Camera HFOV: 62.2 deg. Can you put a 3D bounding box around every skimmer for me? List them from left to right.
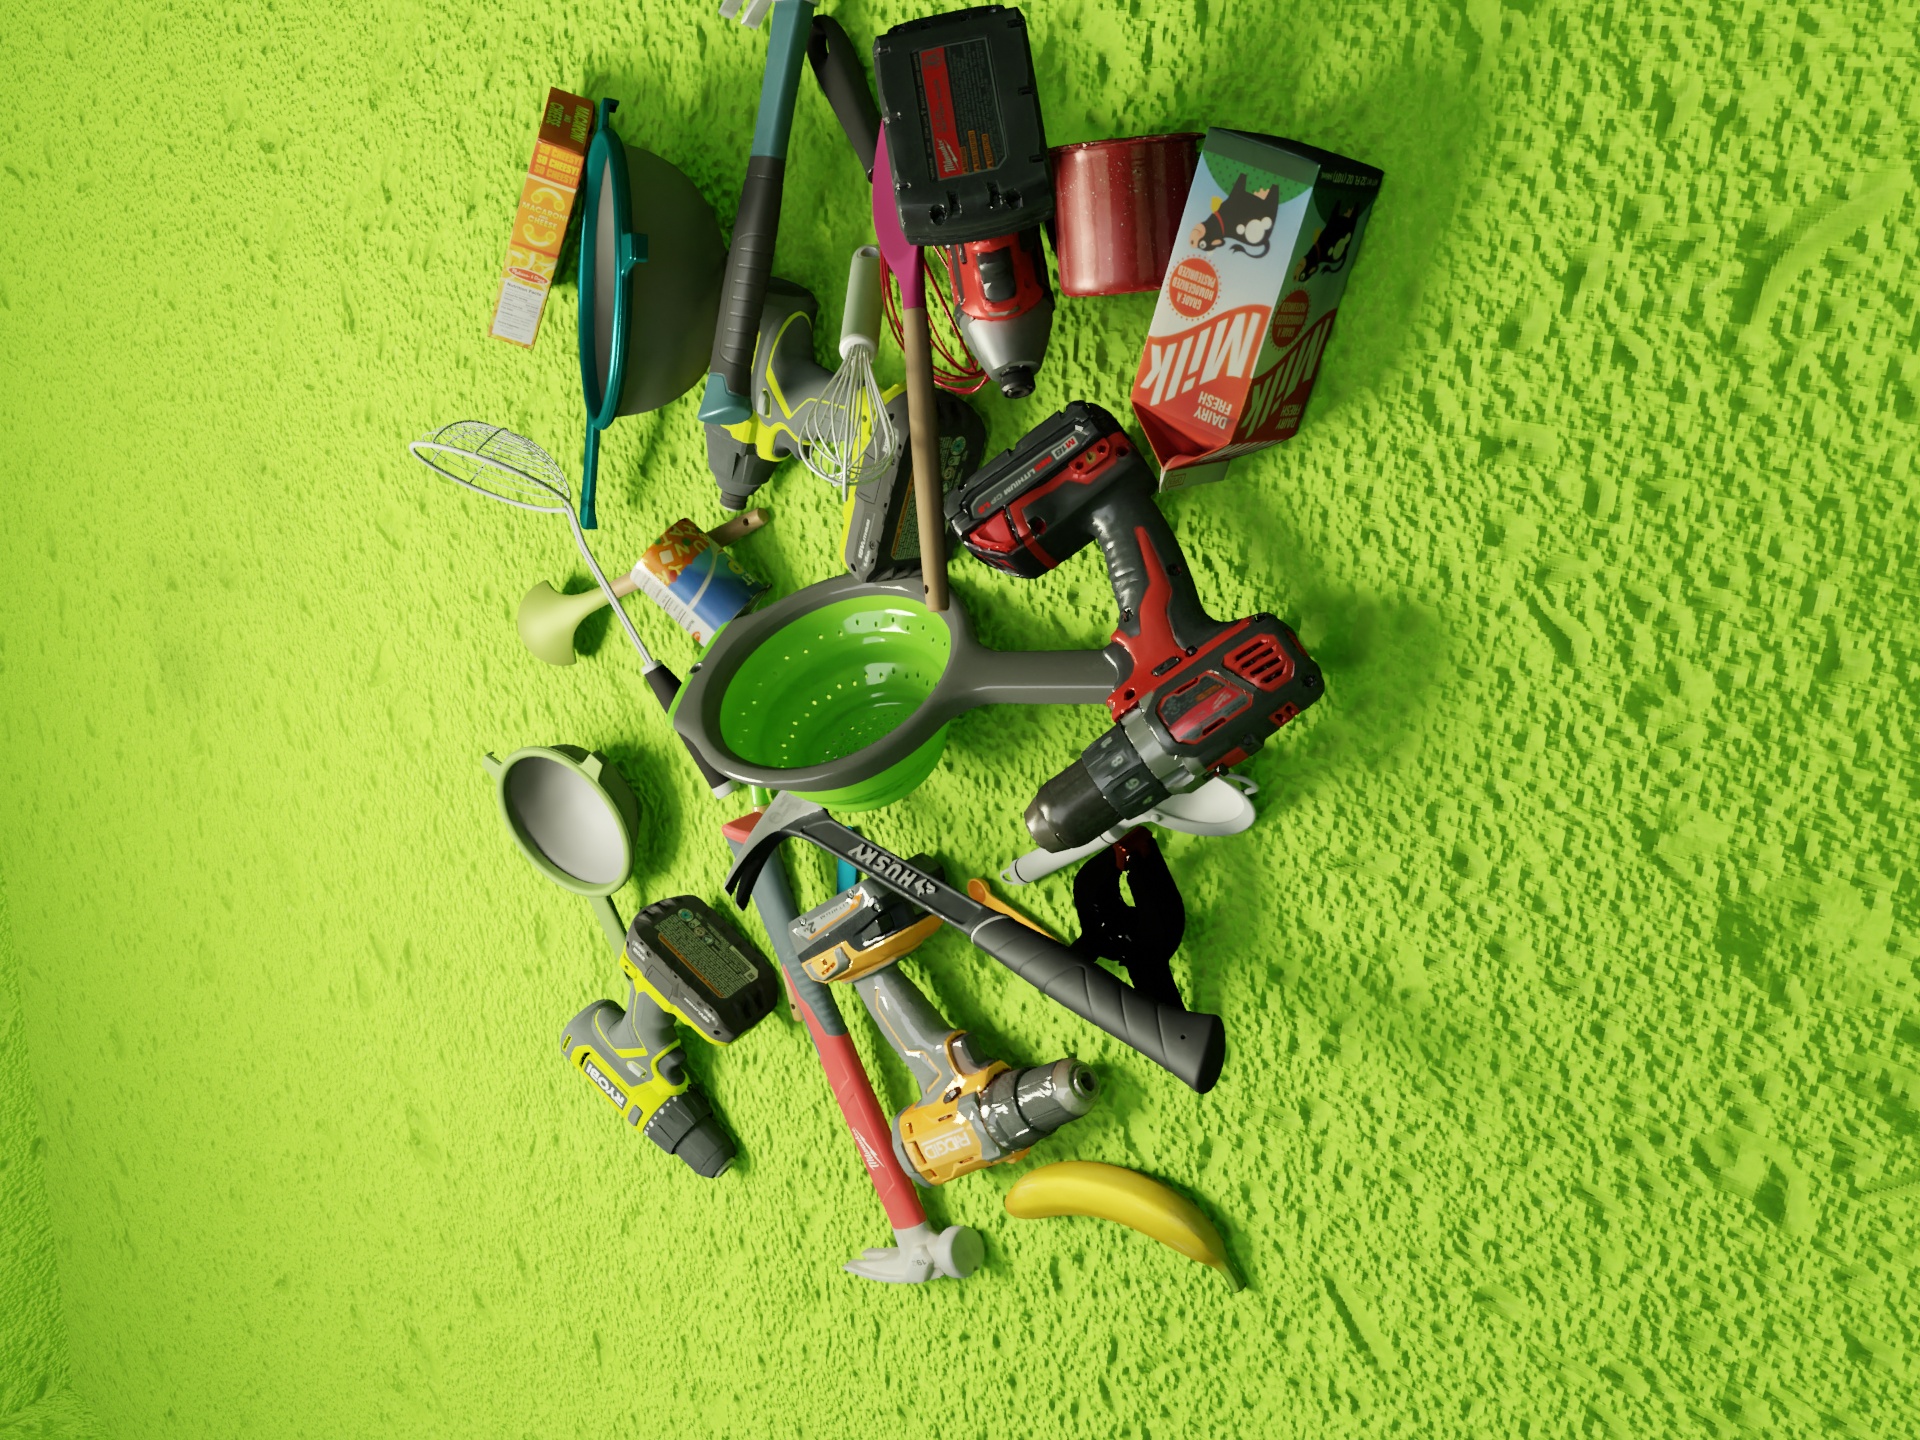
[{"bbox_3d":[-0.303,-0.081,1.270,0.363,0.090,0.127,60,161,-8],"label":"skimmer"}]

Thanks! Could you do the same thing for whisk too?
[{"bbox_3d":[-0.065,-0.229,1.008,0.059,0.058,0.247,96,178,-48],"label":"whisk"},{"bbox_3d":[-0.044,-0.342,1.039,0.073,0.073,0.296,-36,70,42],"label":"whisk"}]

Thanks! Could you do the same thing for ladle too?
[{"bbox_3d":[-0.263,-0.117,1.319,0.320,0.062,0.078,-19,90,37],"label":"ladle"}]

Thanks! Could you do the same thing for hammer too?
[{"bbox_3d":[-0.131,-0.362,1.066,0.128,0.033,0.331,19,101,43],"label":"hammer"},{"bbox_3d":[-0.108,0.258,1.247,0.143,0.038,0.386,-22,92,45],"label":"hammer"},{"bbox_3d":[0.004,0.131,1.033,0.409,0.149,0.036,26,156,40],"label":"hammer"}]

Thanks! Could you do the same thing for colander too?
[{"bbox_3d":[-0.002,-0.003,1.061,0.397,0.205,0.094,1,137,27],"label":"colander"}]

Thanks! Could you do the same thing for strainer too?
[{"bbox_3d":[-0.314,0.122,1.418,0.151,0.069,0.256,-2,118,34],"label":"strainer"},{"bbox_3d":[-0.236,-0.275,1.208,0.340,0.095,0.211,109,152,-46],"label":"strainer"},{"bbox_3d":[0.102,0.064,1.022,0.086,0.050,0.258,34,142,-20],"label":"strainer"}]

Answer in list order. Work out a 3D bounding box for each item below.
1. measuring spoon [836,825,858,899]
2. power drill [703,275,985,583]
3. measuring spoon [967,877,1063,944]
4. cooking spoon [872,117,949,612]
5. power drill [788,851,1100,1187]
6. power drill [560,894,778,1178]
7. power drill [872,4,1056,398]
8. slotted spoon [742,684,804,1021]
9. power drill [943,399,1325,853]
[{"bbox_3d":[-0.096,0.141,1.237,0.042,0.021,0.128,24,118,36],"label":"measuring spoon"},{"bbox_3d":[-0.095,-0.193,1.114,0.223,0.080,0.171,37,123,35],"label":"power drill"},{"bbox_3d":[0.050,0.146,1.114,0.117,0.011,0.021,36,132,27],"label":"measuring spoon"},{"bbox_3d":[-0.026,-0.224,0.969,0.069,0.017,0.319,-9,84,58],"label":"cooking spoon"},{"bbox_3d":[-0.010,0.212,1.141,0.185,0.084,0.226,-32,83,41],"label":"power drill"},{"bbox_3d":[-0.243,0.278,1.372,0.191,0.080,0.228,41,129,14],"label":"power drill"},{"bbox_3d":[0.014,-0.275,0.878,0.078,0.219,0.143,-9,80,6],"label":"power drill"},{"bbox_3d":[-0.157,0.092,1.279,0.070,0.031,0.313,-2,102,43],"label":"slotted spoon"},{"bbox_3d":[0.078,-0.051,0.931,0.188,0.080,0.227,-36,69,12],"label":"power drill"}]
